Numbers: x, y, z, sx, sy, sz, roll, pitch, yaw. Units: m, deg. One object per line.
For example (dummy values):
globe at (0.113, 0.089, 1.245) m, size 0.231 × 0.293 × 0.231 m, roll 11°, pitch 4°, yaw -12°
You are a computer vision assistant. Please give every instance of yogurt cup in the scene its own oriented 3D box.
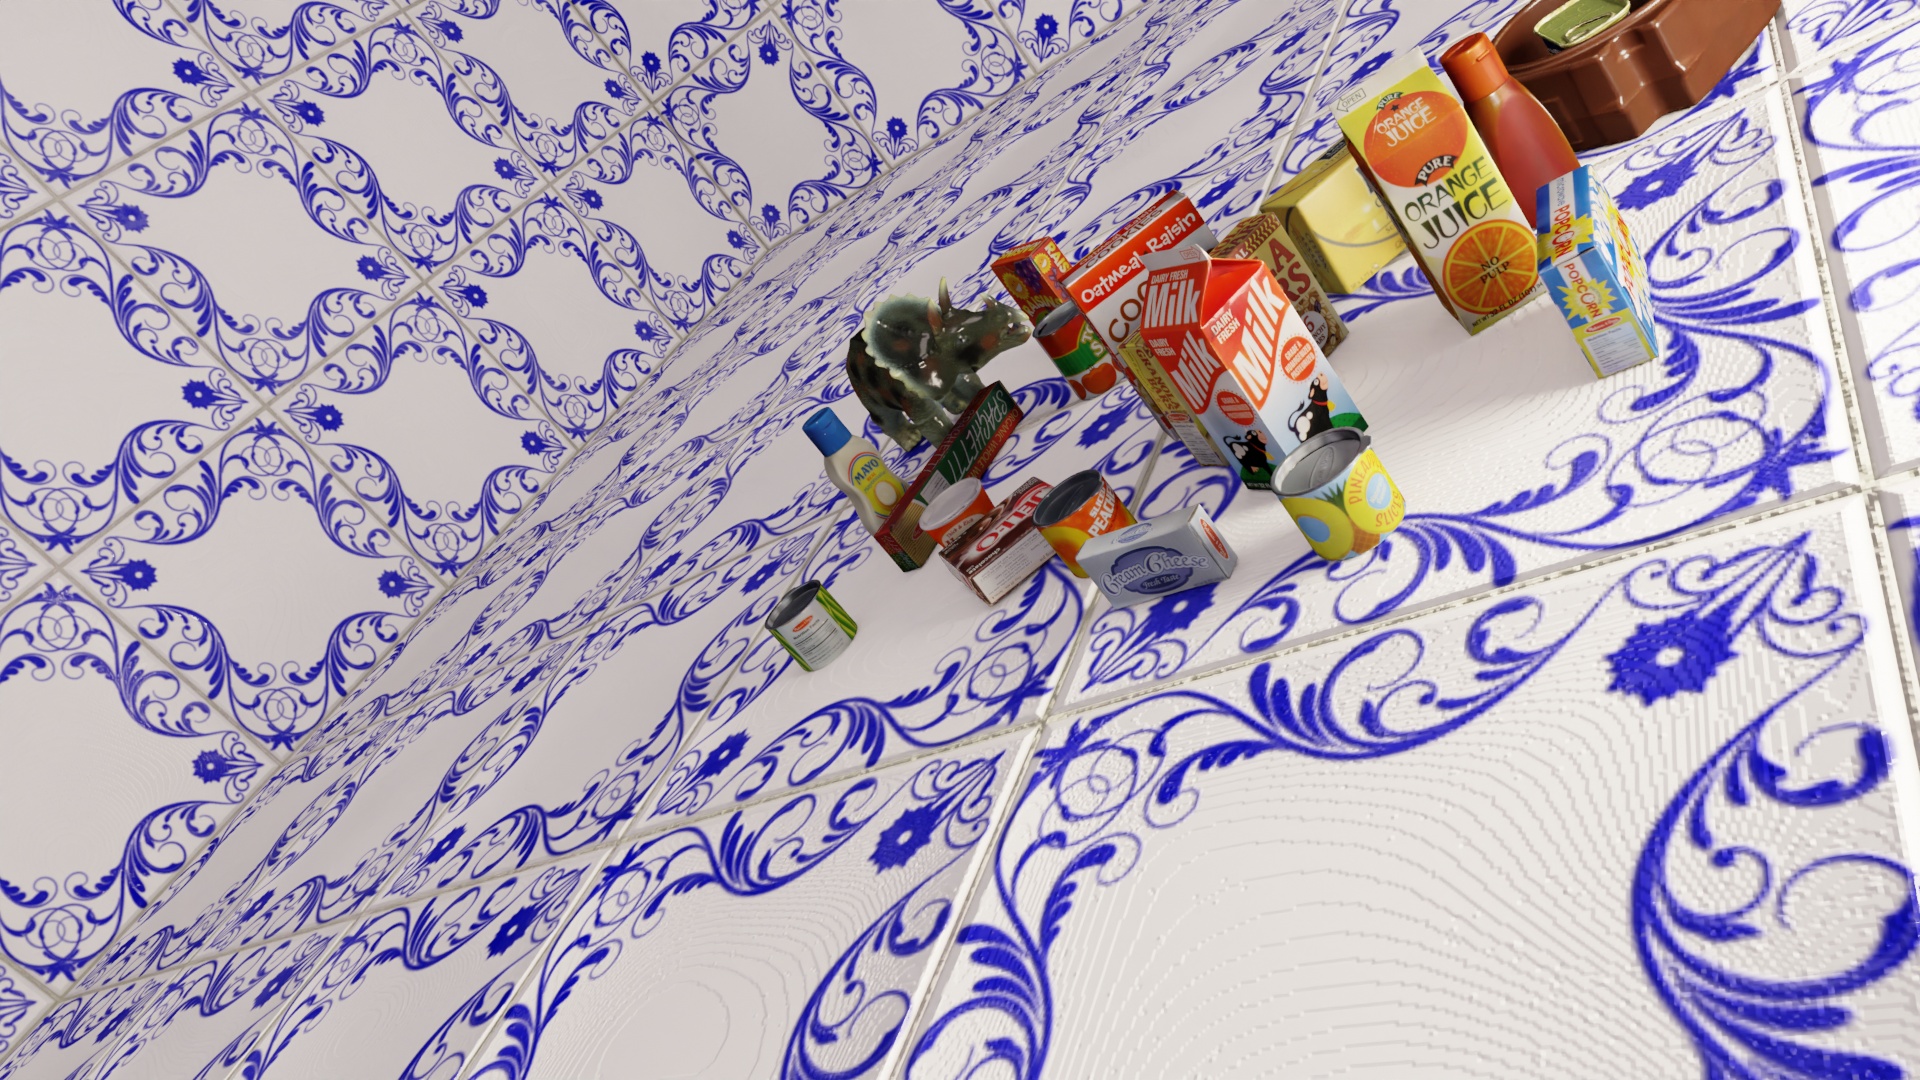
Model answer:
yogurt cup at (0.004, -0.016, 1.255) m, size 0.072 × 0.054 × 0.073 m, roll -33°, pitch 21°, yaw 15°

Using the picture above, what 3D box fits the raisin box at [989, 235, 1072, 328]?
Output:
raisin box at (0.099, -0.270, 1.530) m, size 0.040 × 0.123 × 0.086 m, roll -46°, pitch 21°, yaw -19°

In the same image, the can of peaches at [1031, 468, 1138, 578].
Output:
can of peaches at (0.100, -0.013, 1.083) m, size 0.071 × 0.058 × 0.071 m, roll -33°, pitch 21°, yaw 15°

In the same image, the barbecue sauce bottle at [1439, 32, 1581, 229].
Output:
barbecue sauce bottle at (0.414, -0.311, 1.049) m, size 0.065 × 0.148 × 0.044 m, roll -40°, pitch 20°, yaw -2°

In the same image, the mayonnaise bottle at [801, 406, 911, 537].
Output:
mayonnaise bottle at (-0.102, -0.069, 1.410) m, size 0.065 × 0.148 × 0.041 m, roll -46°, pitch 21°, yaw -19°

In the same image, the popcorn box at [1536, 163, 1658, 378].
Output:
popcorn box at (0.398, -0.171, 0.872) m, size 0.038 × 0.085 × 0.127 m, roll -24°, pitch 25°, yaw 35°

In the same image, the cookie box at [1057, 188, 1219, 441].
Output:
cookie box at (0.178, -0.187, 1.159) m, size 0.123 × 0.167 × 0.040 m, roll -37°, pitch 20°, yaw 4°

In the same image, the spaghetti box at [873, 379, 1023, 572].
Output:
spaghetti box at (-0.007, -0.069, 1.391) m, size 0.028 × 0.050 × 0.251 m, roll -19°, pitch 28°, yaw 44°

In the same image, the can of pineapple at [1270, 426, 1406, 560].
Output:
can of pineapple at (0.241, -0.030, 0.880) m, size 0.071 × 0.057 × 0.071 m, roll -33°, pitch 21°, yaw 15°

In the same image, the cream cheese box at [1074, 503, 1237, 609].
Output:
cream cheese box at (0.136, 0.013, 0.973) m, size 0.103 × 0.053 × 0.024 m, roll -19°, pitch 28°, yaw 42°

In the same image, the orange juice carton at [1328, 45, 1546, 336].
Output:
orange juice carton at (0.338, -0.248, 0.982) m, size 0.071 × 0.192 × 0.073 m, roll -33°, pitch 21°, yaw 17°

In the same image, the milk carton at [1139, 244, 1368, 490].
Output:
milk carton at (0.196, -0.127, 0.971) m, size 0.074 × 0.190 × 0.072 m, roll -46°, pitch 21°, yaw -18°

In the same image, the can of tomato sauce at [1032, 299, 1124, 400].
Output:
can of tomato sauce at (0.123, -0.192, 1.384) m, size 0.071 × 0.083 × 0.071 m, roll -33°, pitch 21°, yaw 15°

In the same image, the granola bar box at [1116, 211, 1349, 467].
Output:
granola bar box at (0.216, -0.158, 1.095) m, size 0.166 × 0.124 × 0.039 m, roll -46°, pitch 21°, yaw -18°

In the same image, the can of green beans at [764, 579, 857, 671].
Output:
can of green beans at (-0.138, 0.079, 1.291) m, size 0.071 × 0.057 × 0.071 m, roll -33°, pitch 21°, yaw 15°
